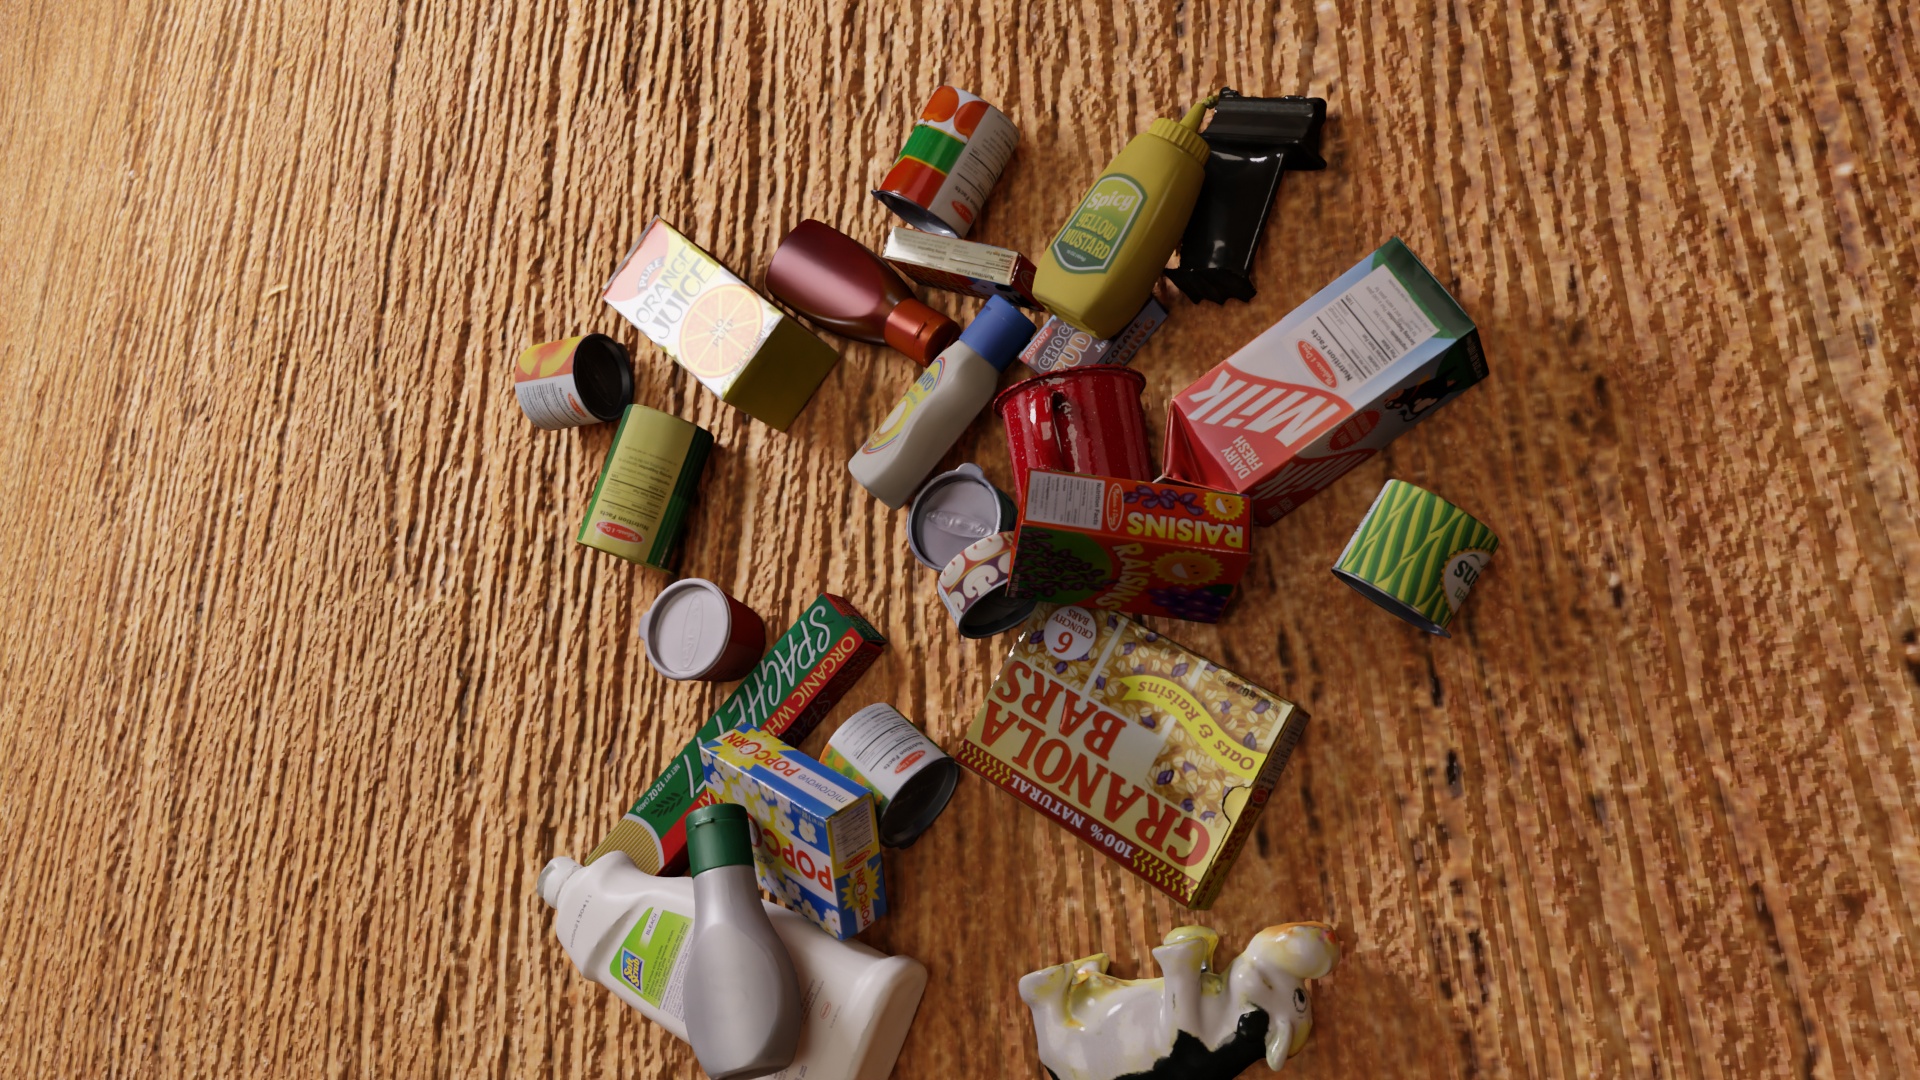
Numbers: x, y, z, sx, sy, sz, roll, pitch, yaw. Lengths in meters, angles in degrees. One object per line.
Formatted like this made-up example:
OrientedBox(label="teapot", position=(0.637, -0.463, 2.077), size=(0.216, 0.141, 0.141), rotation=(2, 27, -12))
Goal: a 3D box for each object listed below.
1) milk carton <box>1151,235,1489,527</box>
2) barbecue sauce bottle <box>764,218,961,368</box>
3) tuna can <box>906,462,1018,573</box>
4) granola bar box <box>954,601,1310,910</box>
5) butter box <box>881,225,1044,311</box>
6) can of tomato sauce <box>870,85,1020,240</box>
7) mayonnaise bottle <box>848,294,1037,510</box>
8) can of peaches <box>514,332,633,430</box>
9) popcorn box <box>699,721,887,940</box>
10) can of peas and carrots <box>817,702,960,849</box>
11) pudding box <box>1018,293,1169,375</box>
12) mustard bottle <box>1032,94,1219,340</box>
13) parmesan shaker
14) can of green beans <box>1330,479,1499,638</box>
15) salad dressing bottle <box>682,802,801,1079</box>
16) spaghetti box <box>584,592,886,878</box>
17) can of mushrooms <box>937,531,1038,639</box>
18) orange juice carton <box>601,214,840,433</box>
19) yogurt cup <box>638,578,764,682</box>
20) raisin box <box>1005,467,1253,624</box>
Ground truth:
OrientedBox(label="milk carton", position=(0.190, -0.074, 0.778), size=(0.190, 0.072, 0.073), rotation=(-36, 63, 12))
OrientedBox(label="barbecue sauce bottle", position=(-0.065, -0.164, 0.946), size=(0.149, 0.043, 0.065), rotation=(34, 92, 29))
OrientedBox(label="tuna can", position=(0.003, -0.011, 0.873), size=(0.071, 0.033, 0.071), rotation=(-7, 72, 24))
OrientedBox(label="granola bar box", position=(0.094, 0.112, 0.789), size=(0.166, 0.039, 0.124), rotation=(28, 89, 30))
OrientedBox(label="butter box", position=(0.004, -0.178, 0.910), size=(0.103, 0.053, 0.024), rotation=(19, 87, 30))
OrientedBox(label="can of tomato sauce", position=(-0.009, -0.252, 0.931), size=(0.071, 0.071, 0.083), rotation=(29, 88, 30))
OrientedBox(label="mayonnaise bottle", position=(-0.011, -0.090, 0.890), size=(0.148, 0.041, 0.065), rotation=(-51, 22, 4))
OrientedBox(label="can of peaches", position=(-0.285, -0.118, 1.030), size=(0.058, 0.071, 0.071), rotation=(-6, 73, 25))
OrientedBox(label="popcorn box", position=(-0.100, 0.171, 0.829), size=(0.127, 0.038, 0.085), rotation=(19, 123, 43))
OrientedBox(label="can of peas and carrots", position=(-0.044, 0.142, 0.834), size=(0.059, 0.071, 0.071), rotation=(37, 93, 30))
OrientedBox(label="pudding box", position=(0.083, -0.129, 0.870), size=(0.083, 0.030, 0.050), rotation=(-49, 60, 6))
OrientedBox(label="mustard bottle", position=(0.106, -0.200, 0.830), size=(0.065, 0.049, 0.160), rotation=(33, 93, 38))
OrientedBox(label="parmesan shaker", position=(-0.217, -0.035, 0.972), size=(0.071, 0.071, 0.103), rotation=(15, 82, 29))
OrientedBox(label="can of green beans", position=(0.239, 0.009, 0.732), size=(0.071, 0.071, 0.058), rotation=(33, 91, 30))
OrientedBox(label="salad dressing bottle", position=(-0.128, 0.223, 0.780), size=(0.064, 0.044, 0.148), rotation=(-18, 63, 9))
OrientedBox(label="spaghetti box", position=(-0.148, 0.140, 0.906), size=(0.250, 0.028, 0.050), rotation=(-48, 62, 7))
OrientedBox(label="can of mushrooms", position=(0.023, 0.026, 0.834), size=(0.071, 0.071, 0.033), rotation=(-37, 62, 12))
OrientedBox(label="orange juice carton", position=(-0.183, -0.163, 0.987), size=(0.193, 0.073, 0.071), rotation=(39, 95, 30))
OrientedBox(label="yogurt cup", position=(-0.167, 0.063, 0.923), size=(0.072, 0.054, 0.072), rotation=(-7, 72, 24))
OrientedBox(label="raisin box", position=(0.091, 0.004, 0.764), size=(0.123, 0.085, 0.040), rotation=(8, 59, 0))
